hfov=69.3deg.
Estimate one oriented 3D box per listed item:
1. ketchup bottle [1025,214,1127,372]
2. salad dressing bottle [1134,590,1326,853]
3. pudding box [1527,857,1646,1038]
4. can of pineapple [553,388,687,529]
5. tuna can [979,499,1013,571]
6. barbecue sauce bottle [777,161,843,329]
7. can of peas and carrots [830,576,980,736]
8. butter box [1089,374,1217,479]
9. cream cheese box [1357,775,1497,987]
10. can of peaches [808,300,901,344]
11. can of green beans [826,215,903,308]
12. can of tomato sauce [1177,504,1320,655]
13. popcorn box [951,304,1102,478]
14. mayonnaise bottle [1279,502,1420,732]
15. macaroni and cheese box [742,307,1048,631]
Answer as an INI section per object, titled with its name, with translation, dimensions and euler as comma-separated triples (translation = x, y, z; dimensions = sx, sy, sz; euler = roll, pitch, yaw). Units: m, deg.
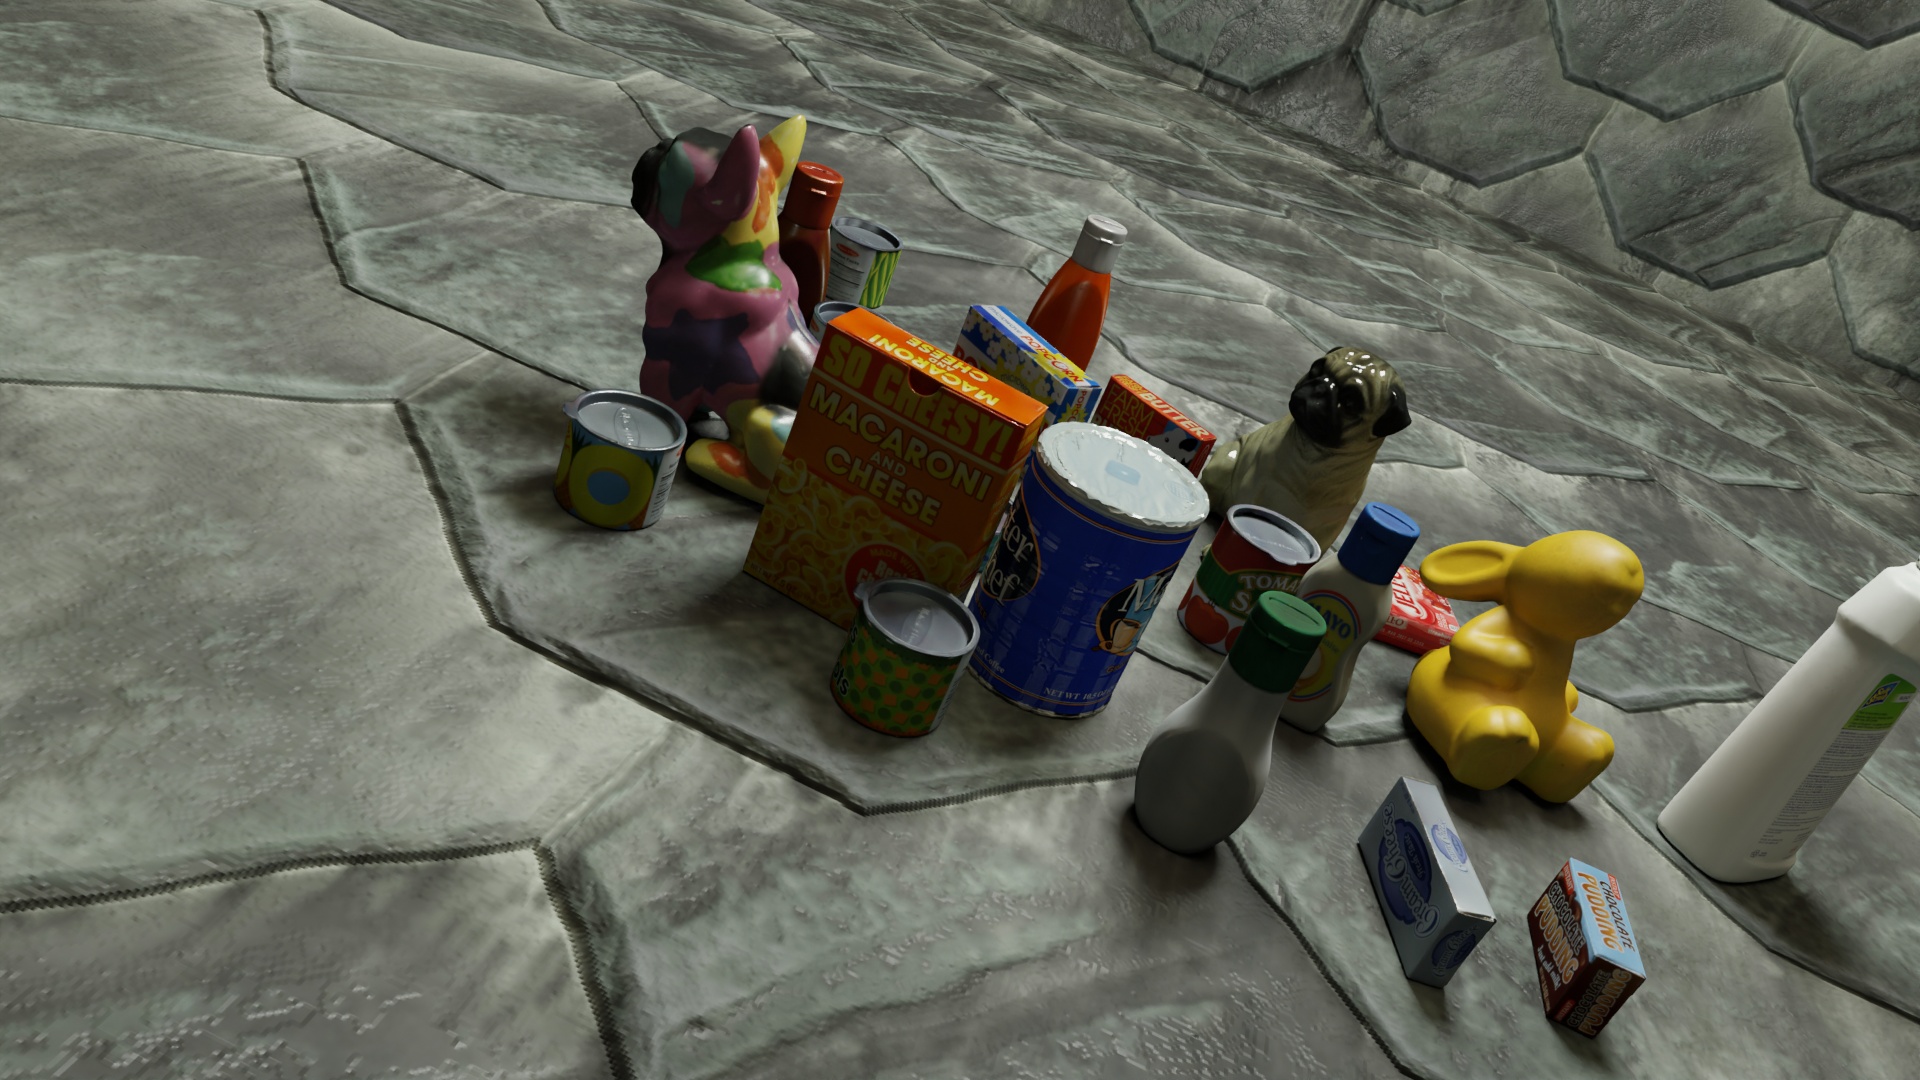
[ketchup bottle]
translation = 0.098, -0.203, 1.187
dimensions = 0.065, 0.148, 0.044
euler = 16, 29, -13
[salad dressing bottle]
translation = 0.139, 0.094, 0.715
dimensions = 0.064, 0.147, 0.044
euler = 30, 29, 13
[pudding box]
translation = 0.336, 0.218, 0.749
dimensions = 0.030, 0.049, 0.084
euler = 24, 29, 3
[can of pineapple]
translation = -0.200, -0.048, 0.808
dimensions = 0.071, 0.057, 0.071
euler = 17, 29, -10
[tuna can]
translation = 0.003, -0.011, 0.917
dimensions = 0.071, 0.032, 0.071
euler = 17, 29, -10
[barbecue sauce bottle]
translation = -0.126, -0.205, 1.033
dimensions = 0.065, 0.147, 0.044
euler = 13, 30, -17
[can of peas and carrots]
translation = -0.033, 0.061, 0.742
dimensions = 0.071, 0.058, 0.071
euler = 17, 29, -10
[butter box]
translation = 0.155, -0.088, 1.133
dimensions = 0.104, 0.053, 0.024
euler = 40, 33, 29
[cream cheese box]
translation = 0.248, 0.181, 0.744
dimensions = 0.024, 0.053, 0.104
euler = 17, 29, -11
[can of peaches]
translation = -0.084, -0.139, 1.044
dimensions = 0.071, 0.057, 0.071
euler = 17, 29, -10
[can of green beans]
translation = -0.090, -0.243, 1.216
dimensions = 0.071, 0.057, 0.071
euler = 17, 29, -10
[can of tomato sauce]
translation = 0.193, 0.029, 0.931
dimensions = 0.071, 0.082, 0.071
euler = 17, 29, -10
[popcorn box]
translation = 0.042, -0.114, 1.063
dimensions = 0.038, 0.084, 0.127
euler = -5, 39, -41
[mayonnaise bottle]
translation = 0.233, 0.046, 0.863
dimensions = 0.065, 0.147, 0.041
euler = 34, 30, 20
[macaroni and cheese box]
translation = -0.040, -0.026, 0.772
dimensions = 0.124, 0.165, 0.040
euler = 29, 29, 11
